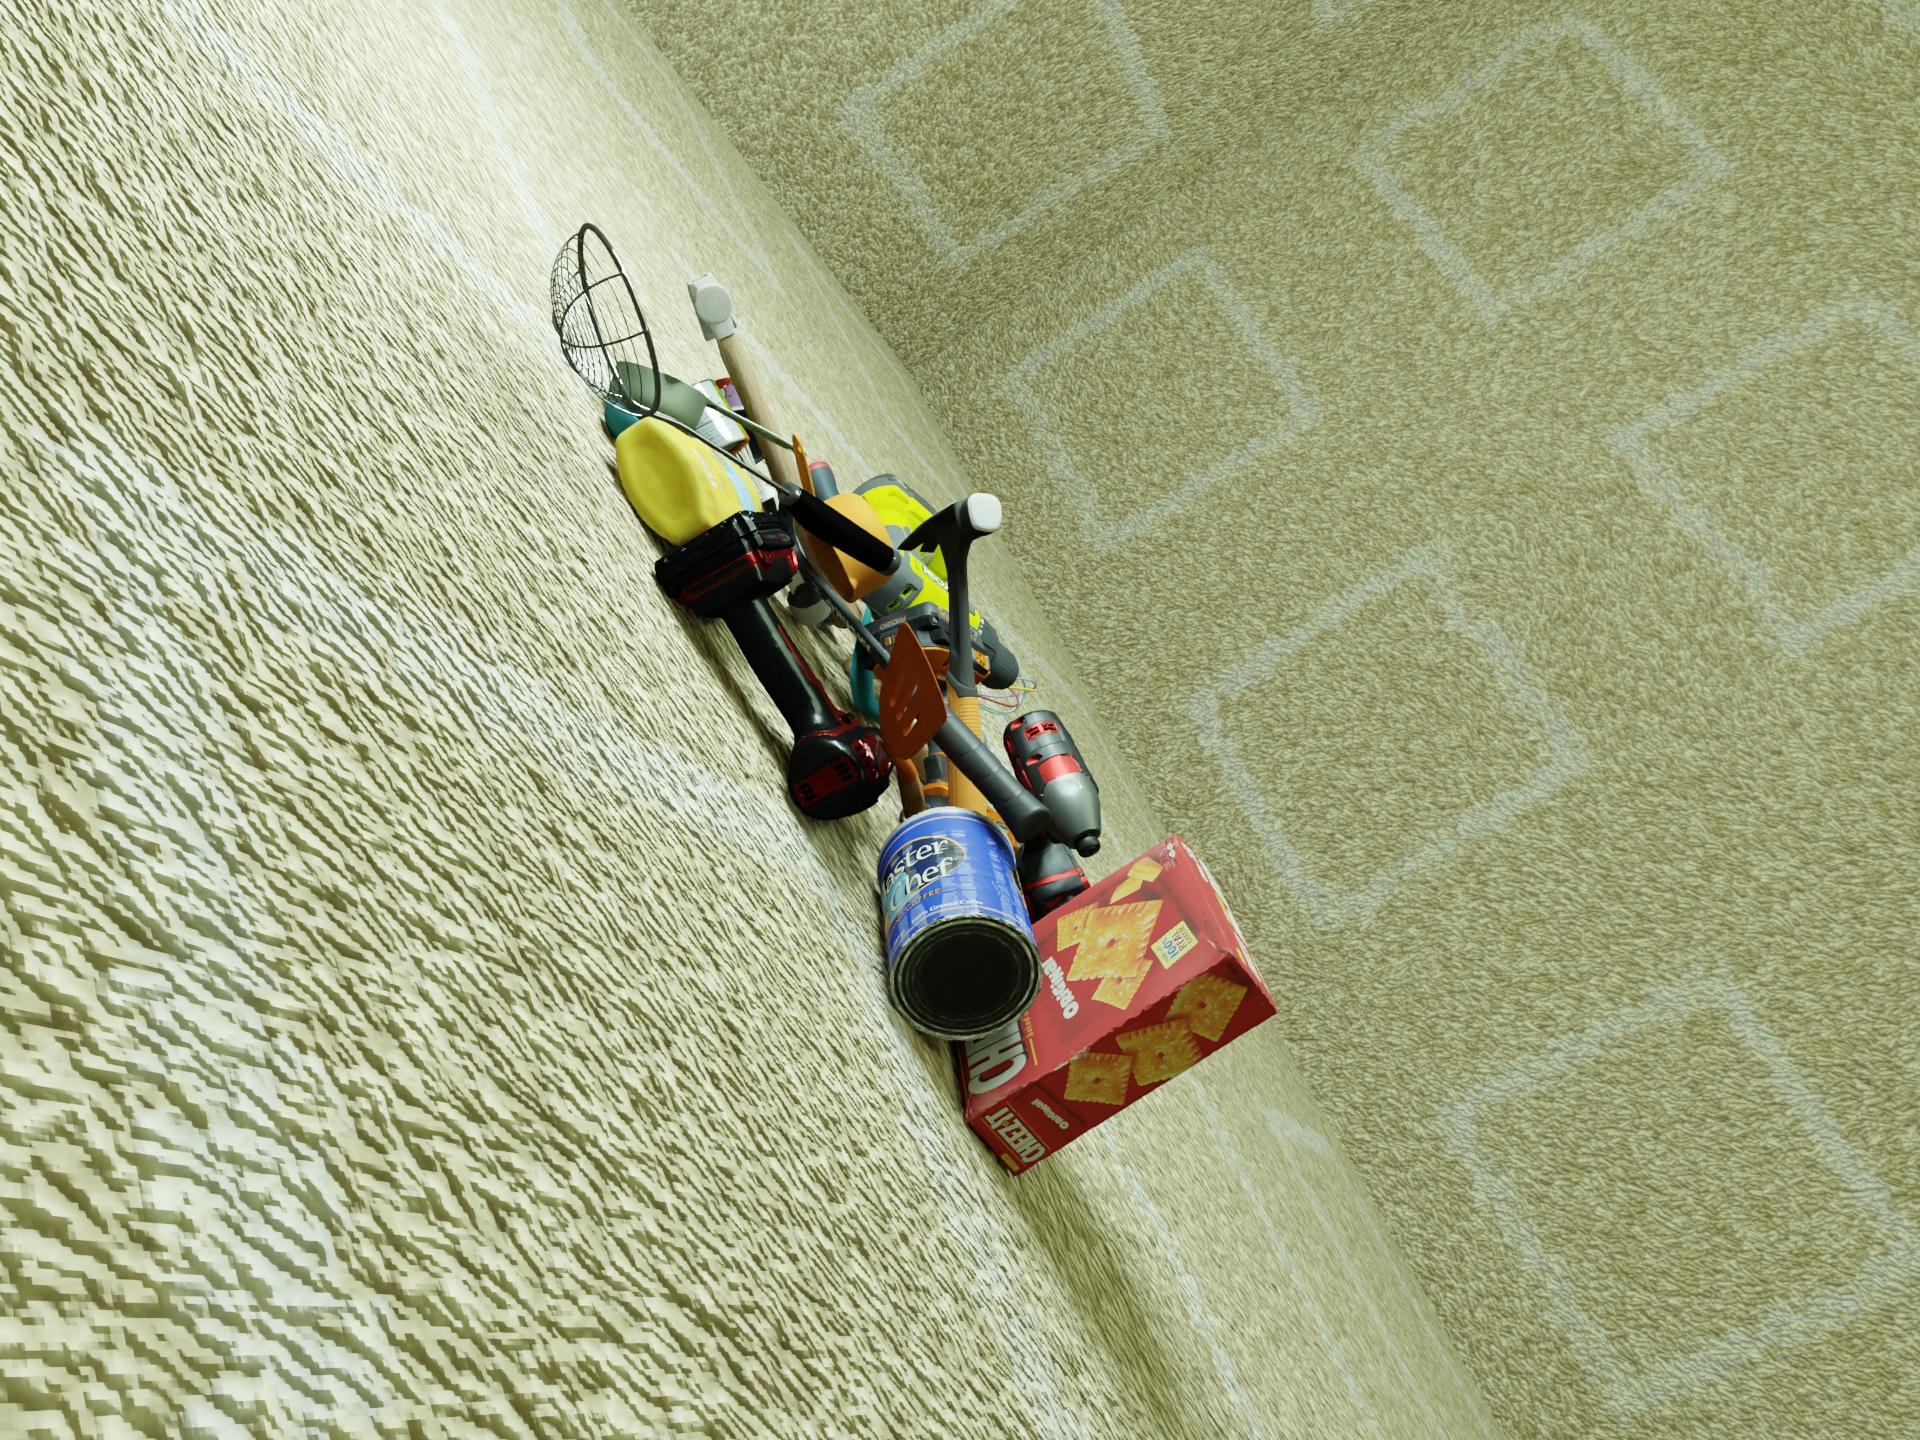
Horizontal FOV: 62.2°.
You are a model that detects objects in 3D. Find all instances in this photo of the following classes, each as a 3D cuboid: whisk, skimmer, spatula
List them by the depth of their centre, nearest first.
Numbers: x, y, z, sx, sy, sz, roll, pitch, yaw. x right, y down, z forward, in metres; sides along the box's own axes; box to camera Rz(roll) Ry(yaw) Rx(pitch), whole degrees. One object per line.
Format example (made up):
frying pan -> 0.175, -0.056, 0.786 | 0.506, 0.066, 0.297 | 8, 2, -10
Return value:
skimmer -> -0.149, -0.214, 1.143 | 0.362, 0.090, 0.127 | 31, 10, -44
spatula -> -0.028, 0.048, 1.168 | 0.322, 0.041, 0.081 | 82, -14, -60
whisk -> -0.188, -0.212, 1.486 | 0.246, 0.058, 0.059 | 50, 46, -54
spatula -> -0.032, 0.031, 1.491 | 0.317, 0.044, 0.082 | 53, 34, -37
whisk -> -0.018, -0.040, 1.560 | 0.244, 0.051, 0.047 | 7, 29, -43

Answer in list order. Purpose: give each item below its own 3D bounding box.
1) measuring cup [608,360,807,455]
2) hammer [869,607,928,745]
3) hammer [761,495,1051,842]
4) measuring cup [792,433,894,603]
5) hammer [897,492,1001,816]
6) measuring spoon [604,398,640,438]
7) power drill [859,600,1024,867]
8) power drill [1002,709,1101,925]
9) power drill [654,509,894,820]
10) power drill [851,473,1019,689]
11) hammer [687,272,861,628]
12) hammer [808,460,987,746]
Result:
measuring cup -> -0.203, -0.234, 1.271 | 0.167, 0.038, 0.083 | 24, -3, -23
hammer -> -0.069, -0.091, 1.620 | 0.128, 0.033, 0.331 | 13, 45, -50
hammer -> -0.050, -0.041, 1.240 | 0.409, 0.036, 0.149 | 48, -19, 41
measuring cup -> -0.099, -0.177, 1.320 | 0.095, 0.052, 0.173 | 49, -19, 40
hammer -> -0.002, -0.004, 1.272 | 0.127, 0.034, 0.337 | -21, -111, 60
measuring spoon -> -0.250, -0.214, 1.253 | 0.042, 0.021, 0.128 | 37, -5, 14
power drill -> -0.020, 0.019, 1.364 | 0.164, 0.084, 0.227 | 25, 49, -61
power drill -> 0.083, 0.104, 1.464 | 0.219, 0.078, 0.143 | 93, -25, -54
power drill -> -0.119, -0.037, 1.173 | 0.226, 0.080, 0.188 | 61, 9, -1
power drill -> -0.032, -0.133, 1.558 | 0.190, 0.080, 0.229 | 38, 18, -30
hammer -> -0.160, -0.230, 1.388 | 0.130, 0.031, 0.331 | -122, -171, -65
hammer -> -0.089, -0.132, 1.739 | 0.387, 0.038, 0.143 | 62, 12, 20
